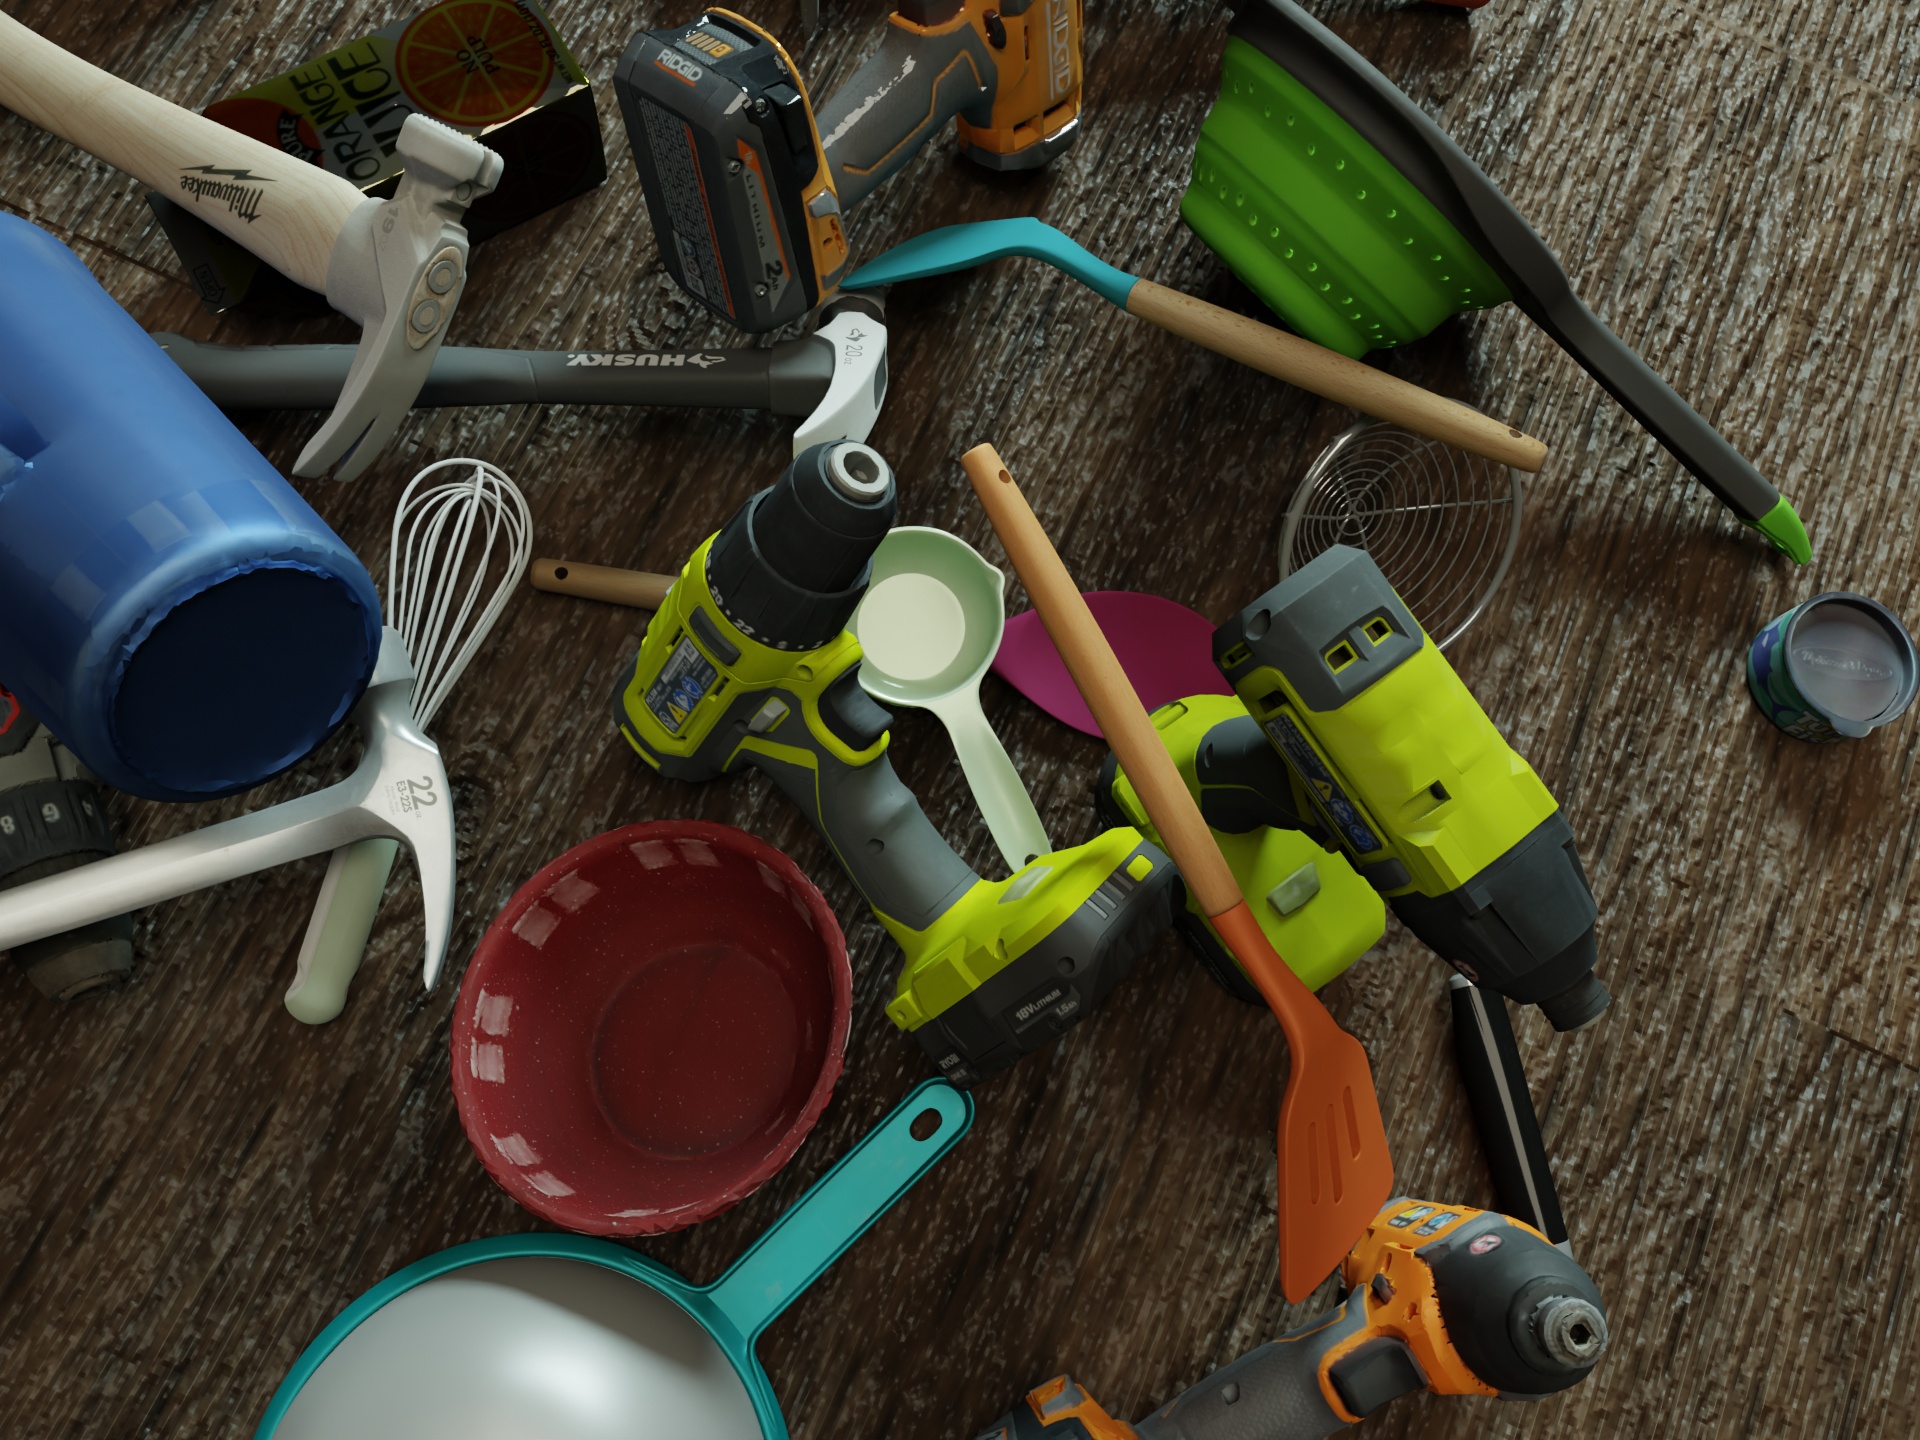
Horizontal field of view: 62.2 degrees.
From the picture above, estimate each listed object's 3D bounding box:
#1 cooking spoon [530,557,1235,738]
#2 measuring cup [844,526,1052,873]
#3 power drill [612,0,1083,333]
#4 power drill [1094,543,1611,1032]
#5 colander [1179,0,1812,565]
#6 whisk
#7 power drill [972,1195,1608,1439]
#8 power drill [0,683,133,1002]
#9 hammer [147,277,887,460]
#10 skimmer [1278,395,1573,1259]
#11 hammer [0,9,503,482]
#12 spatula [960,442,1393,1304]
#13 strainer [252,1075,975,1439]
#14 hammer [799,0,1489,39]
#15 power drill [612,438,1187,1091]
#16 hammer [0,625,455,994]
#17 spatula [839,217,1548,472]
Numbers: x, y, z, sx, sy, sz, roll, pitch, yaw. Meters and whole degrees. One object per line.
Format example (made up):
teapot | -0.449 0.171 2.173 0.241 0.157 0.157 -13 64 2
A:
cooking spoon | -0.032 -0.041 0.712 0.319 0.017 0.069 9 84 -3
measuring cup | -0.001 -0.002 0.685 0.083 0.038 0.167 -26 90 -6
power drill | -0.034 -0.293 0.680 0.226 0.185 0.084 -39 59 -22
power drill | 0.138 0.043 0.595 0.080 0.223 0.171 -34 86 -14
colander | 0.230 -0.179 0.738 0.397 0.205 0.094 39 109 -10
whisk | -0.235 0.005 0.667 0.059 0.058 0.246 21 75 -31
power drill | 0.121 0.249 0.573 0.226 0.164 0.084 -27 81 -10
power drill | -0.449 0.054 0.617 0.226 0.080 0.188 -23 78 -15
hammer | -0.200 -0.147 0.695 0.335 0.035 0.146 0 41 0
skimmer | 0.219 0.046 0.675 0.127 0.090 0.363 -6 76 -22
hammer | -0.373 -0.252 0.682 0.411 0.038 0.146 31 103 19
spatula | 0.076 0.048 0.571 0.081 0.041 0.322 -28 89 -43
strainer | -0.118 0.253 0.582 0.340 0.095 0.211 -42 82 -13
hammer | 0.101 -0.384 0.789 0.359 0.149 0.037 -1 71 -18
power drill | -0.025 0.017 0.614 0.228 0.190 0.080 48 49 2
hammer | -0.384 0.090 0.569 0.405 0.035 0.144 -18 85 -18
spatula | 0.097 -0.165 0.687 0.318 0.044 0.082 27 44 19
